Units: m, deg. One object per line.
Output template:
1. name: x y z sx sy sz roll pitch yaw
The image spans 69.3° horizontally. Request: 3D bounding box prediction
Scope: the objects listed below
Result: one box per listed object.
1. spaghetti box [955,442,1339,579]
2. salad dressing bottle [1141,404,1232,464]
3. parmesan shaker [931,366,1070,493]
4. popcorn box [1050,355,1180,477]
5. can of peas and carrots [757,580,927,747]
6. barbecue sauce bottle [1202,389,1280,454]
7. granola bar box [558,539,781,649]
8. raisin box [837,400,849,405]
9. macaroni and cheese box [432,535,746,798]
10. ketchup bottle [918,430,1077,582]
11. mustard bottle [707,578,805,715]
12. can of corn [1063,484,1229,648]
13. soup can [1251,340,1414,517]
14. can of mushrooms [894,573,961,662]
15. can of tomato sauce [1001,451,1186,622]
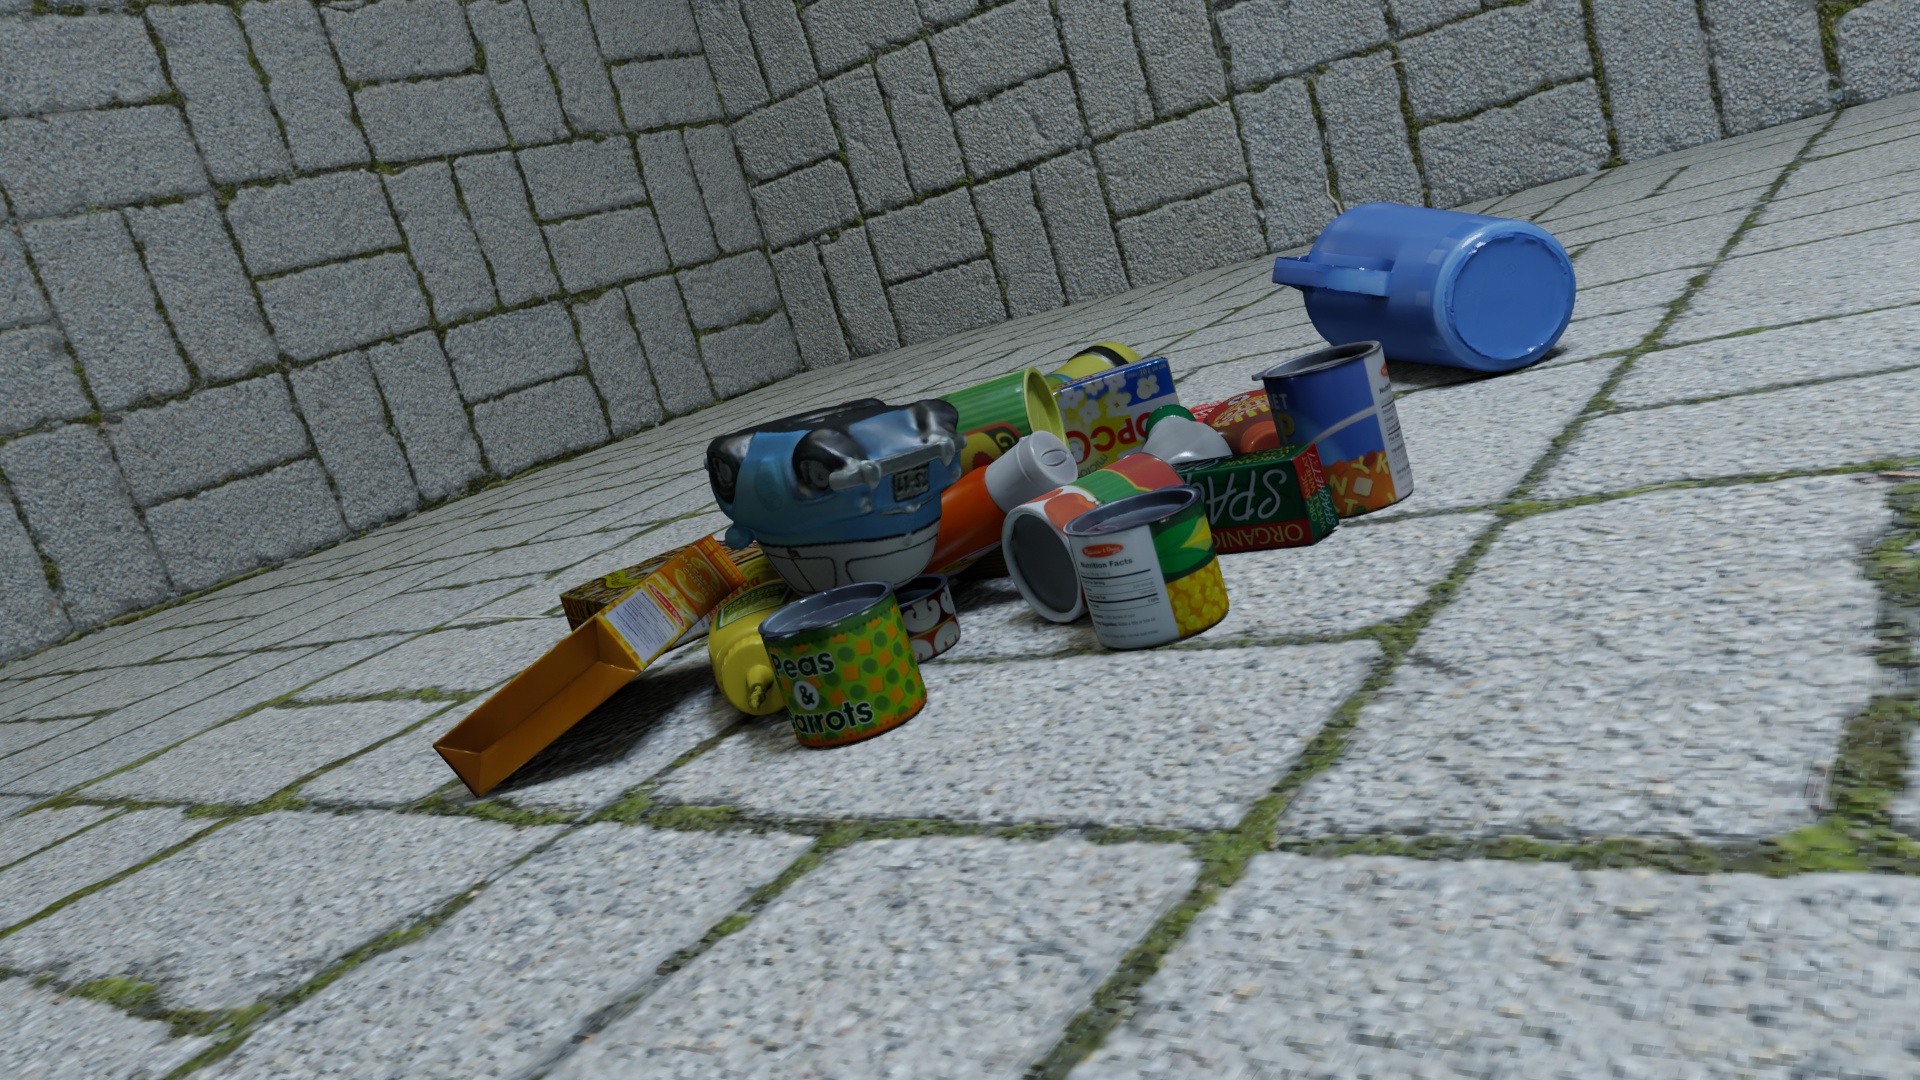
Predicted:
1. spaghetti box: 0.091 -0.014 0.799 0.249 0.050 0.029 -7 17 39
2. salad dressing bottle: 0.140 -0.054 0.892 0.064 0.044 0.148 -38 12 16
3. parmesan shaker: 0.006 -0.056 0.834 0.103 0.071 0.071 -16 11 20
4. popcorn box: 0.094 -0.072 0.982 0.127 0.085 0.038 -17 12 -2
5. can of peas and carrots: -0.056 0.058 0.650 0.071 0.058 0.071 -17 12 4
6. barbecue sauce bottle: 0.196 -0.066 0.909 0.065 0.043 0.149 -22 11 9
7. granola bar box: -0.206 0.037 1.009 0.125 0.039 0.165 -23 13 -30
8. raisin box: -0.091 -0.033 0.908 0.086 0.040 0.123 -33 -18 -6
9. macaroni and cheese box: -0.200 0.063 0.777 0.123 0.040 0.167 -36 6 16
10. ketchup bottle: 0.003 -0.010 0.793 0.148 0.043 0.065 -37 -10 36
11. mustard bottle: -0.102 0.059 0.735 0.065 0.048 0.160 -22 11 -1
12. can of corn: 0.090 0.012 0.660 0.071 0.058 0.071 -16 11 3
13. soup can: 0.207 -0.061 0.771 0.071 0.083 0.071 -16 11 3
14. can of mushrooms: -0.036 0.045 0.747 0.071 0.033 0.071 -16 12 3
15. can of tomato sauce: 0.075 -0.001 0.727 0.083 0.071 0.071 -24 13 -29
